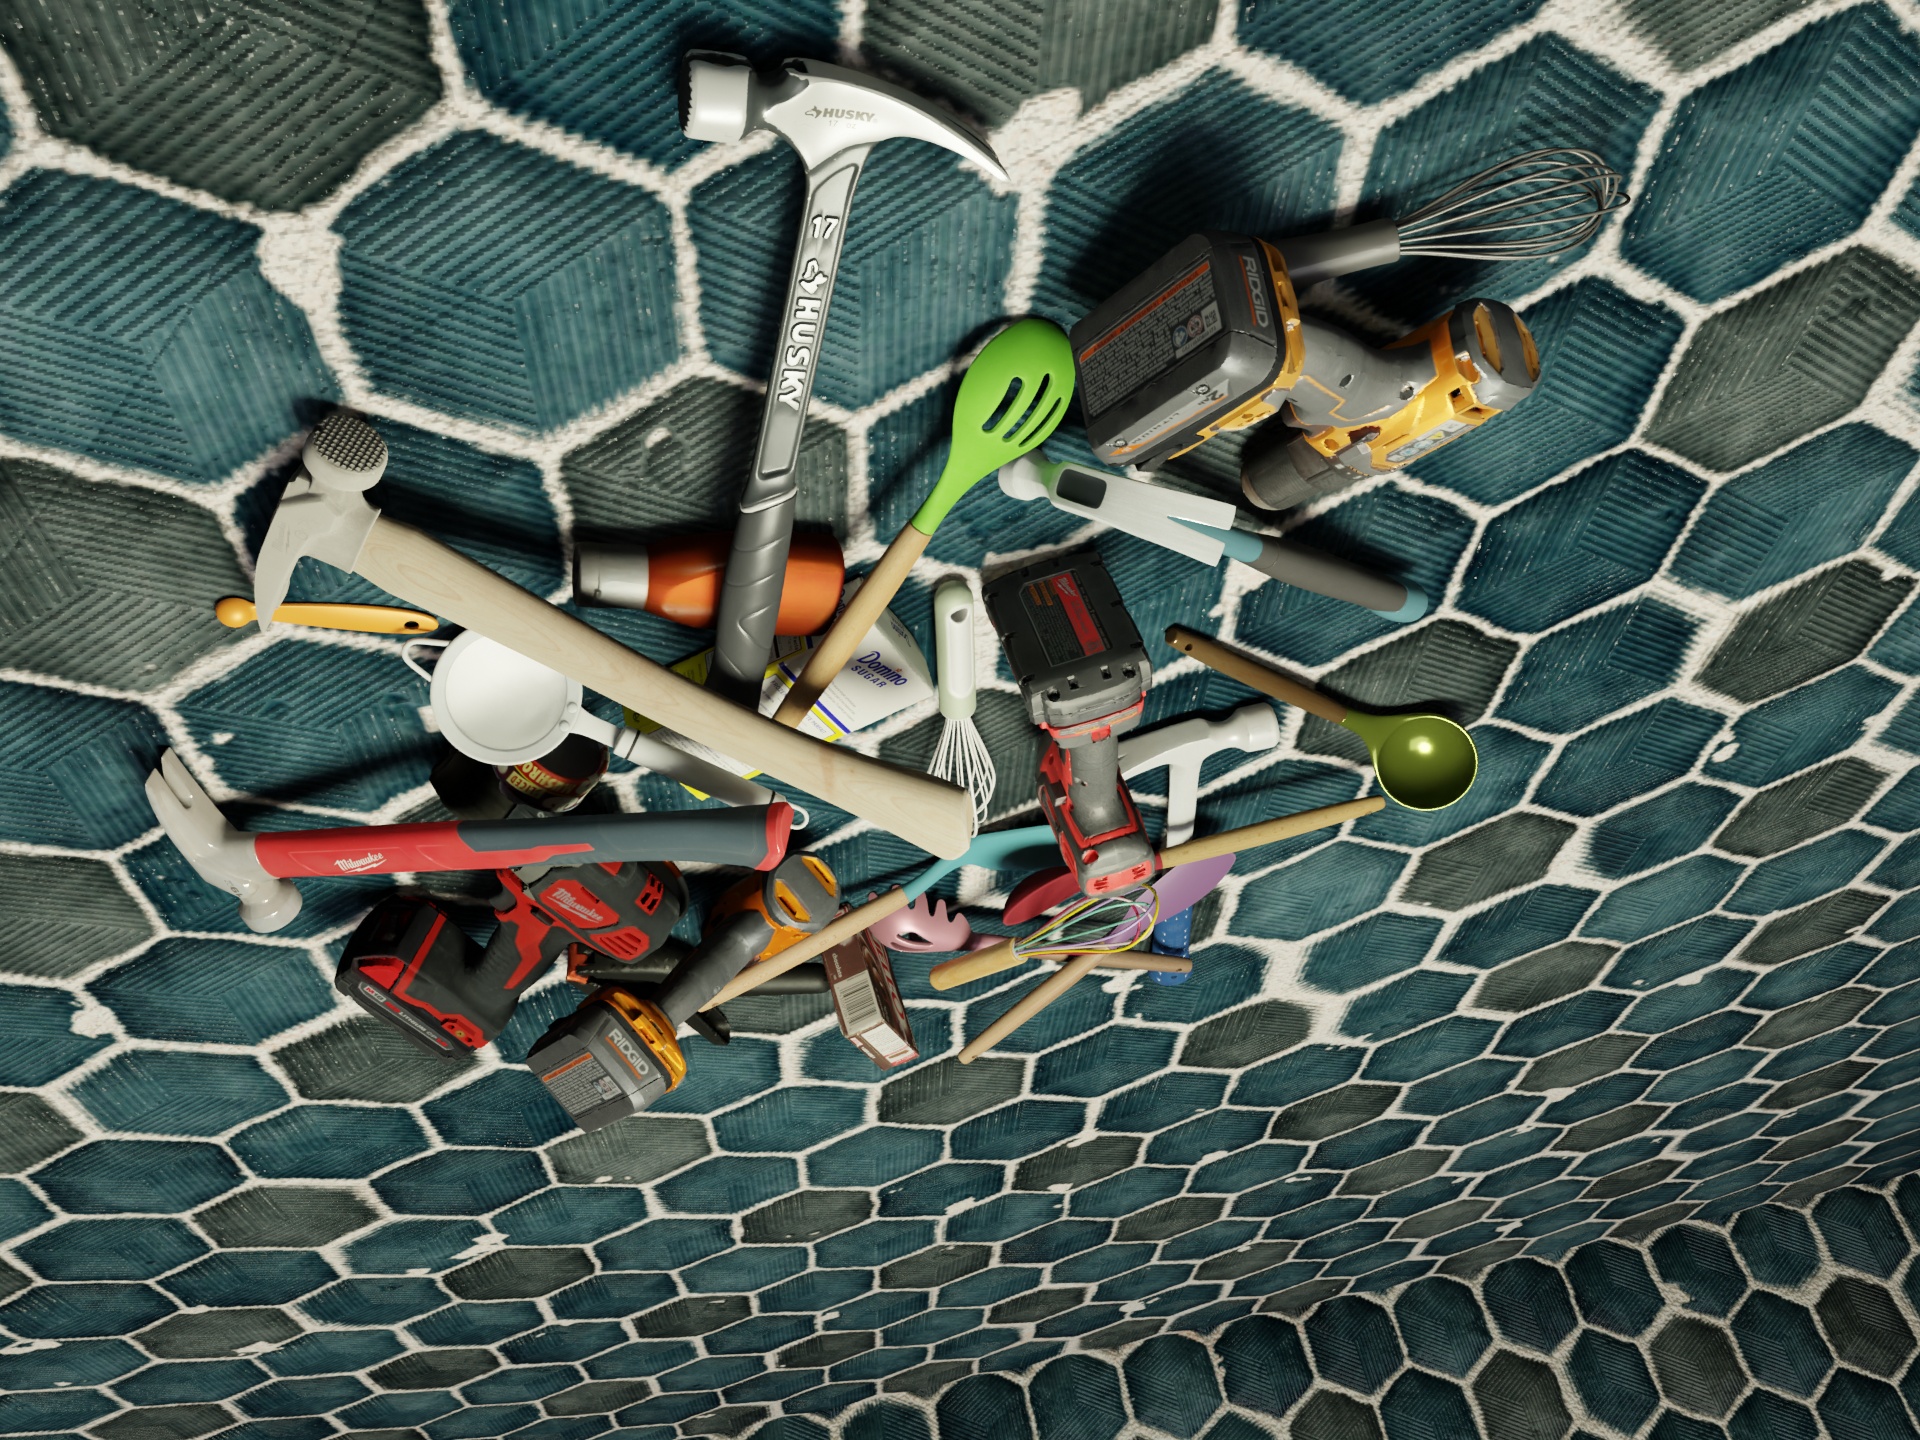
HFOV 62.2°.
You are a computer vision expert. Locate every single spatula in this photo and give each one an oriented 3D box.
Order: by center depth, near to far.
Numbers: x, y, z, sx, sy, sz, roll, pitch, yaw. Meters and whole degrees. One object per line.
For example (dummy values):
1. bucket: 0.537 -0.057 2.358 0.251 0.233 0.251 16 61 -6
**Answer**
1. spatula: -0.062 0.156 1.243 0.317 0.044 0.082 -28 150 -4
2. spatula: 0.109 0.202 1.340 0.059 0.018 0.316 25 123 -41

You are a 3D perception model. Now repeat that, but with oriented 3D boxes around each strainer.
1. strainer: -0.209 0.011 0.956 0.258 0.050 0.087 26 88 -13

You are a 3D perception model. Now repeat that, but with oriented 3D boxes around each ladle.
1. ladle: 0.266 -0.005 1.157 0.320 0.062 0.078 21 115 -37
2. ladle: 0.181 0.102 1.240 0.315 0.031 0.069 -14 158 -5

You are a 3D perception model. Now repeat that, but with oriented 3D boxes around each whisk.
1. whisk: 0.219 -0.243 0.809 0.239 0.055 0.055 -13 146 4
2. whisk: -0.002 -0.003 1.068 0.058 0.059 0.246 -20 143 -14
3. whisk: 0.060 0.176 1.240 0.051 0.047 0.245 -3 162 -46

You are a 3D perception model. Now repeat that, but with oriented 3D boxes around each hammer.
1. hammer: -0.090 -0.132 0.812 0.149 0.036 0.408 -1 136 -20
2. hammer: -0.176 -0.014 0.875 0.410 0.038 0.146 28 134 -19
3. hammer: -0.291 0.064 0.956 0.386 0.038 0.143 -4 134 12
4. hammer: 0.179 -0.103 0.961 0.330 0.128 0.033 10 101 -43
5. hammer: 0.174 0.121 1.320 0.144 0.035 0.405 -13 146 -3

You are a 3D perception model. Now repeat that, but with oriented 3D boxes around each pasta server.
1. pasta server: 0.064 0.187 1.350 0.316 0.040 0.060 10 139 -26

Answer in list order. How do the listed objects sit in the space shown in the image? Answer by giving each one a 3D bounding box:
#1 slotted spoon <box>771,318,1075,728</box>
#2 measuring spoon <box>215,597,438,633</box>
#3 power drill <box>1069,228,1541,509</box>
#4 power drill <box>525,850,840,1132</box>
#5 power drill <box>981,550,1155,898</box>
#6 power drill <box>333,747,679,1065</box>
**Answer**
1. slotted spoon: -0.034 -0.089 0.894 0.070 0.031 0.313 13 127 -39
2. measuring spoon: -0.354 -0.055 0.891 0.117 0.011 0.021 3 142 -24
3. power drill: 0.164 -0.168 0.835 0.226 0.084 0.185 1 163 -36
4. power drill: -0.201 0.193 1.154 0.226 0.084 0.164 -42 -174 -39
5. power drill: 0.075 0.003 1.033 0.078 0.143 0.219 -17 140 -4
6. power drill: -0.325 0.124 1.077 0.226 0.080 0.187 -33 116 28
